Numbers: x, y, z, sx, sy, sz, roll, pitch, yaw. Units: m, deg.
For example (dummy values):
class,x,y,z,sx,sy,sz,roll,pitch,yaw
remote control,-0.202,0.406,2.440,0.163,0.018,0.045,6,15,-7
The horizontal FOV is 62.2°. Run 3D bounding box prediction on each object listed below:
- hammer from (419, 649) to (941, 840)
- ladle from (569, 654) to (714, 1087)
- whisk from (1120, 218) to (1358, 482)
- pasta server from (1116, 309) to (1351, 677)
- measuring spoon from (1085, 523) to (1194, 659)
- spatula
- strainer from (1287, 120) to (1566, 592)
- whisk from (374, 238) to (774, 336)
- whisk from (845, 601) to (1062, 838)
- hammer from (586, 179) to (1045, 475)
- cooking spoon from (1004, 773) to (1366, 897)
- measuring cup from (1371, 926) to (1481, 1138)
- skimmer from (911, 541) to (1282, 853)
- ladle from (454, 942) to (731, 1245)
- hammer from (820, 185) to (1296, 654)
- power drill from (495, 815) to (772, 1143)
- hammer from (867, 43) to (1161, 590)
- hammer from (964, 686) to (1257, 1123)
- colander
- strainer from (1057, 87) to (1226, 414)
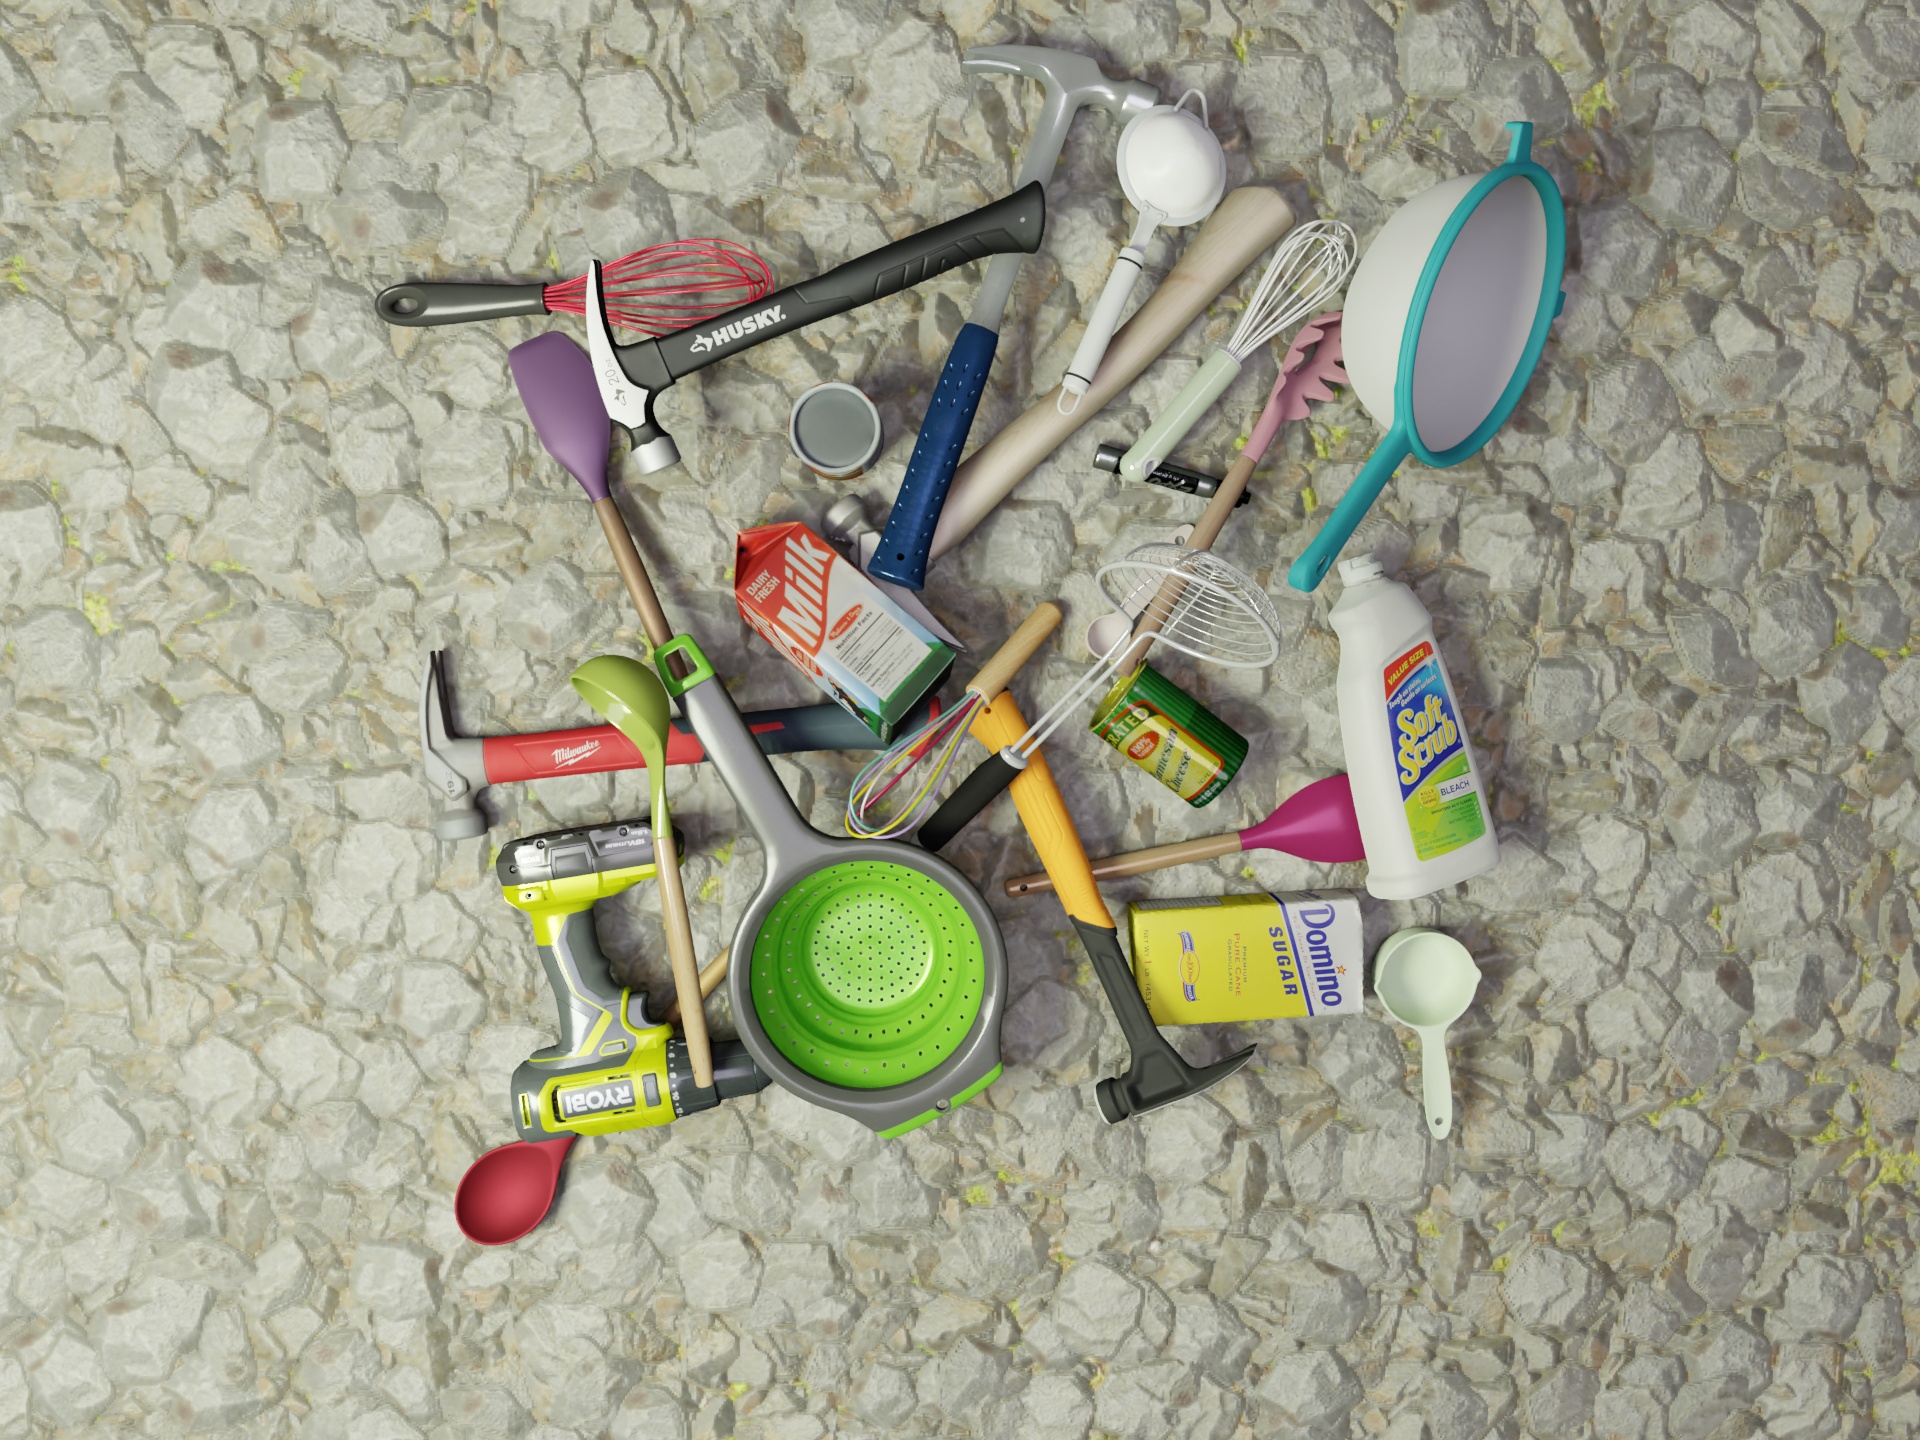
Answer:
class,x,y,z,sx,sy,sz,roll,pitch,yaw
hammer,-0.208,0.000,1.195,0.386,0.038,0.143,-6,95,-1
ladle,-0.217,0.110,1.121,0.062,0.078,0.320,-14,101,-32
whisk,0.202,-0.271,1.169,0.246,0.057,0.059,-49,60,0
pasta server,0.204,-0.167,1.168,0.060,0.040,0.316,35,85,-46
measuring spoon,0.138,-0.099,1.209,0.034,0.018,0.124,38,87,-5
spatula,-0.251,-0.139,1.170,0.060,0.018,0.316,-23,88,0
strainer,0.298,-0.241,1.117,0.095,0.210,0.340,29,80,37
whisk,-0.280,-0.307,1.151,0.296,0.073,0.073,-2,97,5
whisk,-0.004,-0.004,1.150,0.051,0.047,0.245,47,62,-11
hammer,-0.097,-0.298,1.097,0.335,0.035,0.146,-22,106,1
cooking spoon,0.191,0.099,1.228,0.319,0.017,0.069,-12,95,-1
measuring cup,0.363,0.242,1.241,0.083,0.038,0.167,-8,98,-1
skimmer,0.071,0.008,1.096,0.127,0.090,0.363,31,126,-18
ladle,-0.271,0.280,1.230,0.069,0.031,0.315,43,92,-4
hammer,0.093,-0.231,1.168,0.410,0.038,0.146,-43,82,1
power drill,-0.245,0.190,1.182,0.190,0.080,0.228,-9,91,-4
hammer,0.013,-0.292,1.140,0.144,0.035,0.405,19,86,-3
hammer,0.096,0.127,1.188,0.127,0.034,0.337,-26,86,19
colander,-0.109,0.111,1.181,0.204,0.094,0.397,-30,96,1
strainer,0.127,-0.336,1.134,0.086,0.050,0.258,23,91,-17
